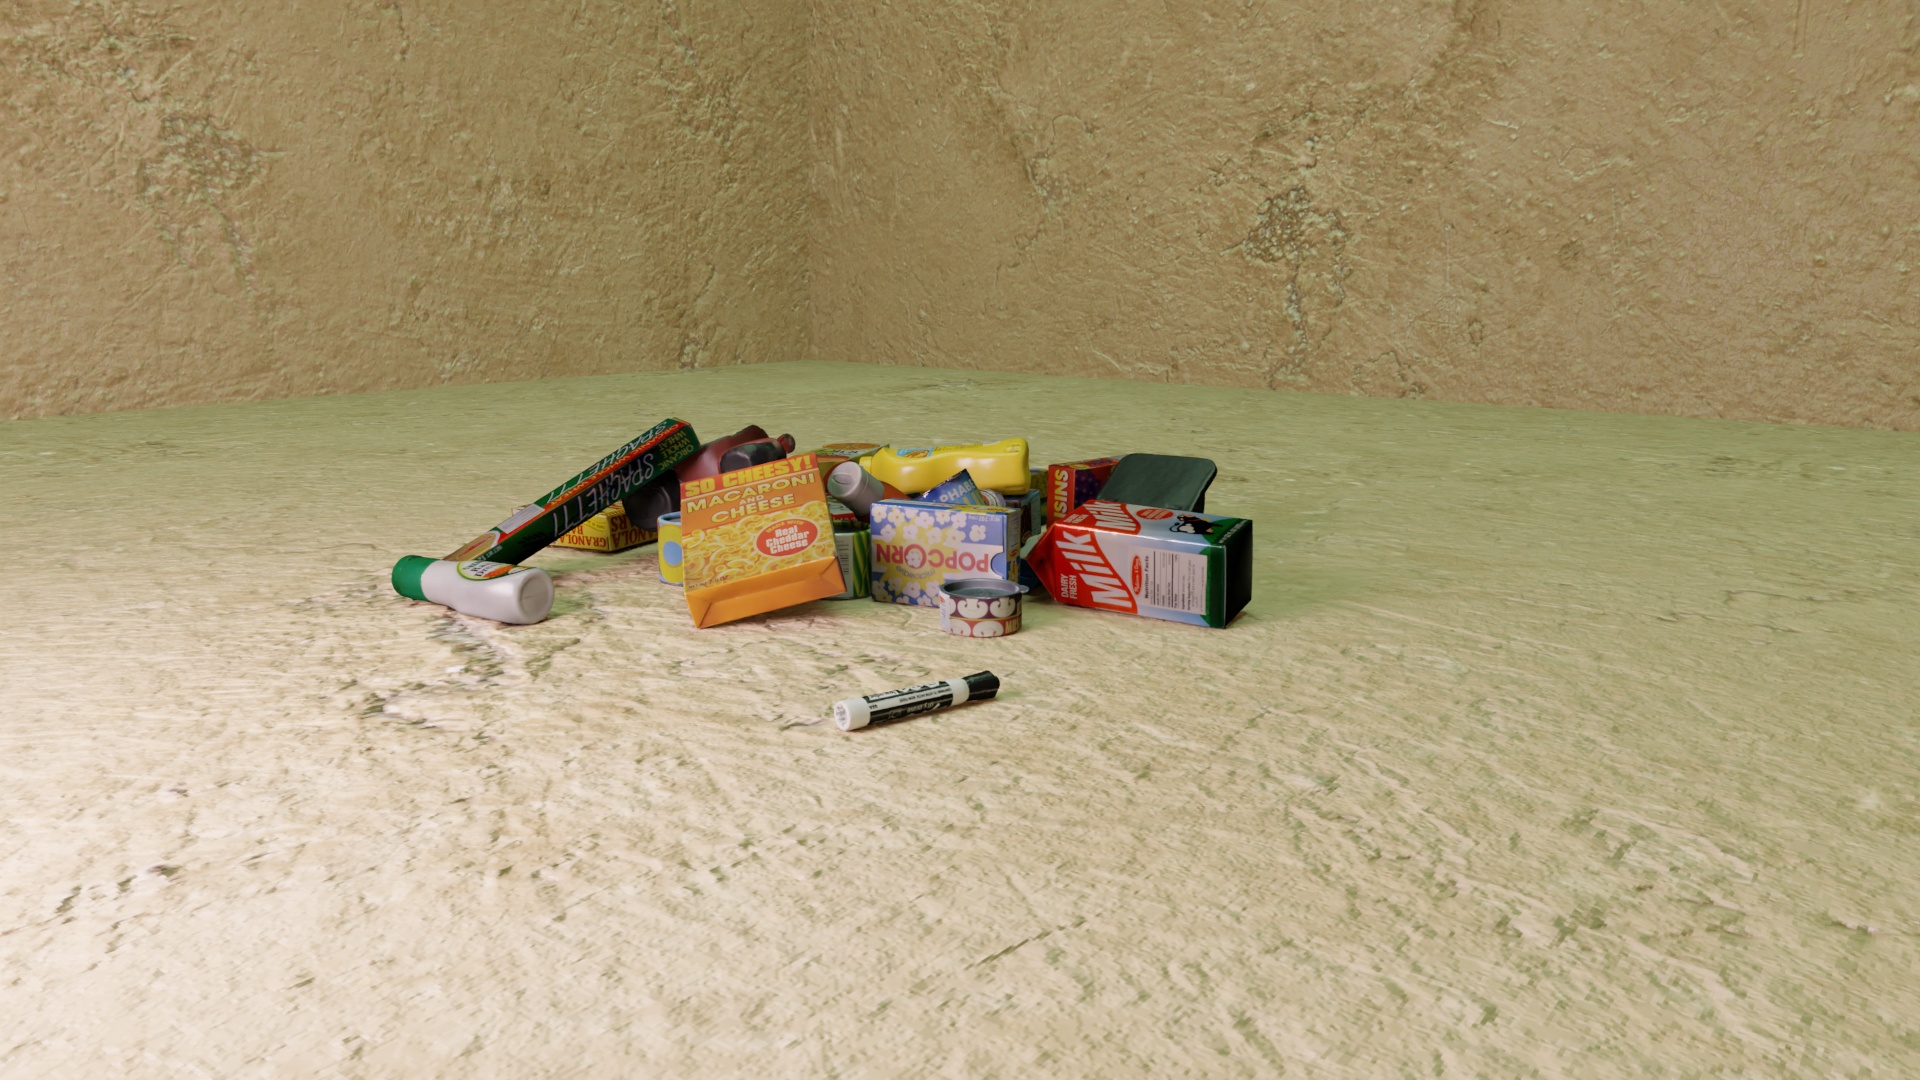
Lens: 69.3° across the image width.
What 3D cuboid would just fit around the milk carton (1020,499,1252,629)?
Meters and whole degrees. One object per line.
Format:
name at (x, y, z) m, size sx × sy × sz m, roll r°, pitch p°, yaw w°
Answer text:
milk carton at (0.142, 0.015, 1.162) m, size 0.190 × 0.073 × 0.072 m, roll 8°, pitch 22°, yaw 28°

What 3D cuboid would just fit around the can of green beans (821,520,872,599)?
can of green beans at (-0.107, 0.016, 1.212) m, size 0.071 × 0.057 × 0.071 m, roll 0°, pitch 11°, yaw 0°

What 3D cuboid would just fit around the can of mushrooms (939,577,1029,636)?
can of mushrooms at (0.019, 0.053, 1.099) m, size 0.071 × 0.033 × 0.071 m, roll 0°, pitch 11°, yaw 0°

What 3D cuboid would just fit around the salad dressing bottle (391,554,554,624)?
salad dressing bottle at (-0.400, 0.037, 1.132) m, size 0.147 × 0.044 × 0.064 m, roll 6°, pitch 14°, yaw 28°

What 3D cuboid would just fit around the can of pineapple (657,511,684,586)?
can of pineapple at (-0.241, 0.006, 1.256) m, size 0.071 × 0.057 × 0.071 m, roll 0°, pitch 11°, yaw 0°

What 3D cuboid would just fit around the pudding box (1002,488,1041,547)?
pudding box at (0.060, -0.024, 1.439) m, size 0.030 × 0.049 × 0.084 m, roll 2°, pitch 11°, yaw 17°

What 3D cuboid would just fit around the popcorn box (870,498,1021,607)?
popcorn box at (-0.013, 0.012, 1.168) m, size 0.127 × 0.085 × 0.038 m, roll 5°, pitch 11°, yaw 24°

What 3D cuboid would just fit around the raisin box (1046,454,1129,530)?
raisin box at (0.143, -0.041, 1.435) m, size 0.124 × 0.086 × 0.040 m, roll -10°, pitch 17°, yaw -43°

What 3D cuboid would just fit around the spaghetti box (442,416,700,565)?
spaghetti box at (-0.347, -0.034, 1.245) m, size 0.251 × 0.028 × 0.050 m, roll -36°, pitch 27°, yaw -21°

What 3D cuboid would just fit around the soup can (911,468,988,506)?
soup can at (-0.001, -0.012, 1.219) m, size 0.071 × 0.083 × 0.071 m, roll -31°, pitch 2°, yaw 1°

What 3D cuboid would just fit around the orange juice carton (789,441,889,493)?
orange juice carton at (-0.142, -0.066, 1.584) m, size 0.073 × 0.071 × 0.193 m, roll 3°, pitch 11°, yaw 14°

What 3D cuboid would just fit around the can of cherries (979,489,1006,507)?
can of cherries at (0.005, -0.017, 1.348) m, size 0.058 × 0.071 × 0.071 m, roll -7°, pitch 13°, yaw -33°

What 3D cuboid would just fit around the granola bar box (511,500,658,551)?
granola bar box at (-0.363, -0.024, 1.450) m, size 0.124 × 0.039 × 0.166 m, roll 5°, pitch 12°, yaw 25°

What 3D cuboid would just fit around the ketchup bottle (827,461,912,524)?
ketchup bottle at (-0.064, -0.023, 1.264) m, size 0.065 × 0.043 × 0.148 m, roll 12°, pitch -18°, yaw 38°

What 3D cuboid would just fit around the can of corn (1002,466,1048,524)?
can of corn at (0.064, -0.049, 1.539) m, size 0.071 × 0.058 × 0.071 m, roll 0°, pitch 11°, yaw 0°

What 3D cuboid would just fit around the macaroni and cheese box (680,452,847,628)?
macaroni and cheese box at (-0.167, -0.003, 1.152) m, size 0.124 × 0.040 × 0.167 m, roll -14°, pitch 35°, yaw -4°

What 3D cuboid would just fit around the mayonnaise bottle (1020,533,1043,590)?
mayonnaise bottle at (0.090, 0.014, 1.272) m, size 0.065 × 0.041 × 0.148 m, roll 15°, pitch 18°, yaw 26°

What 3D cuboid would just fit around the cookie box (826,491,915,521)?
cookie box at (-0.117, -0.023, 1.453) m, size 0.168 × 0.040 × 0.123 m, roll -7°, pitch 14°, yaw -35°
